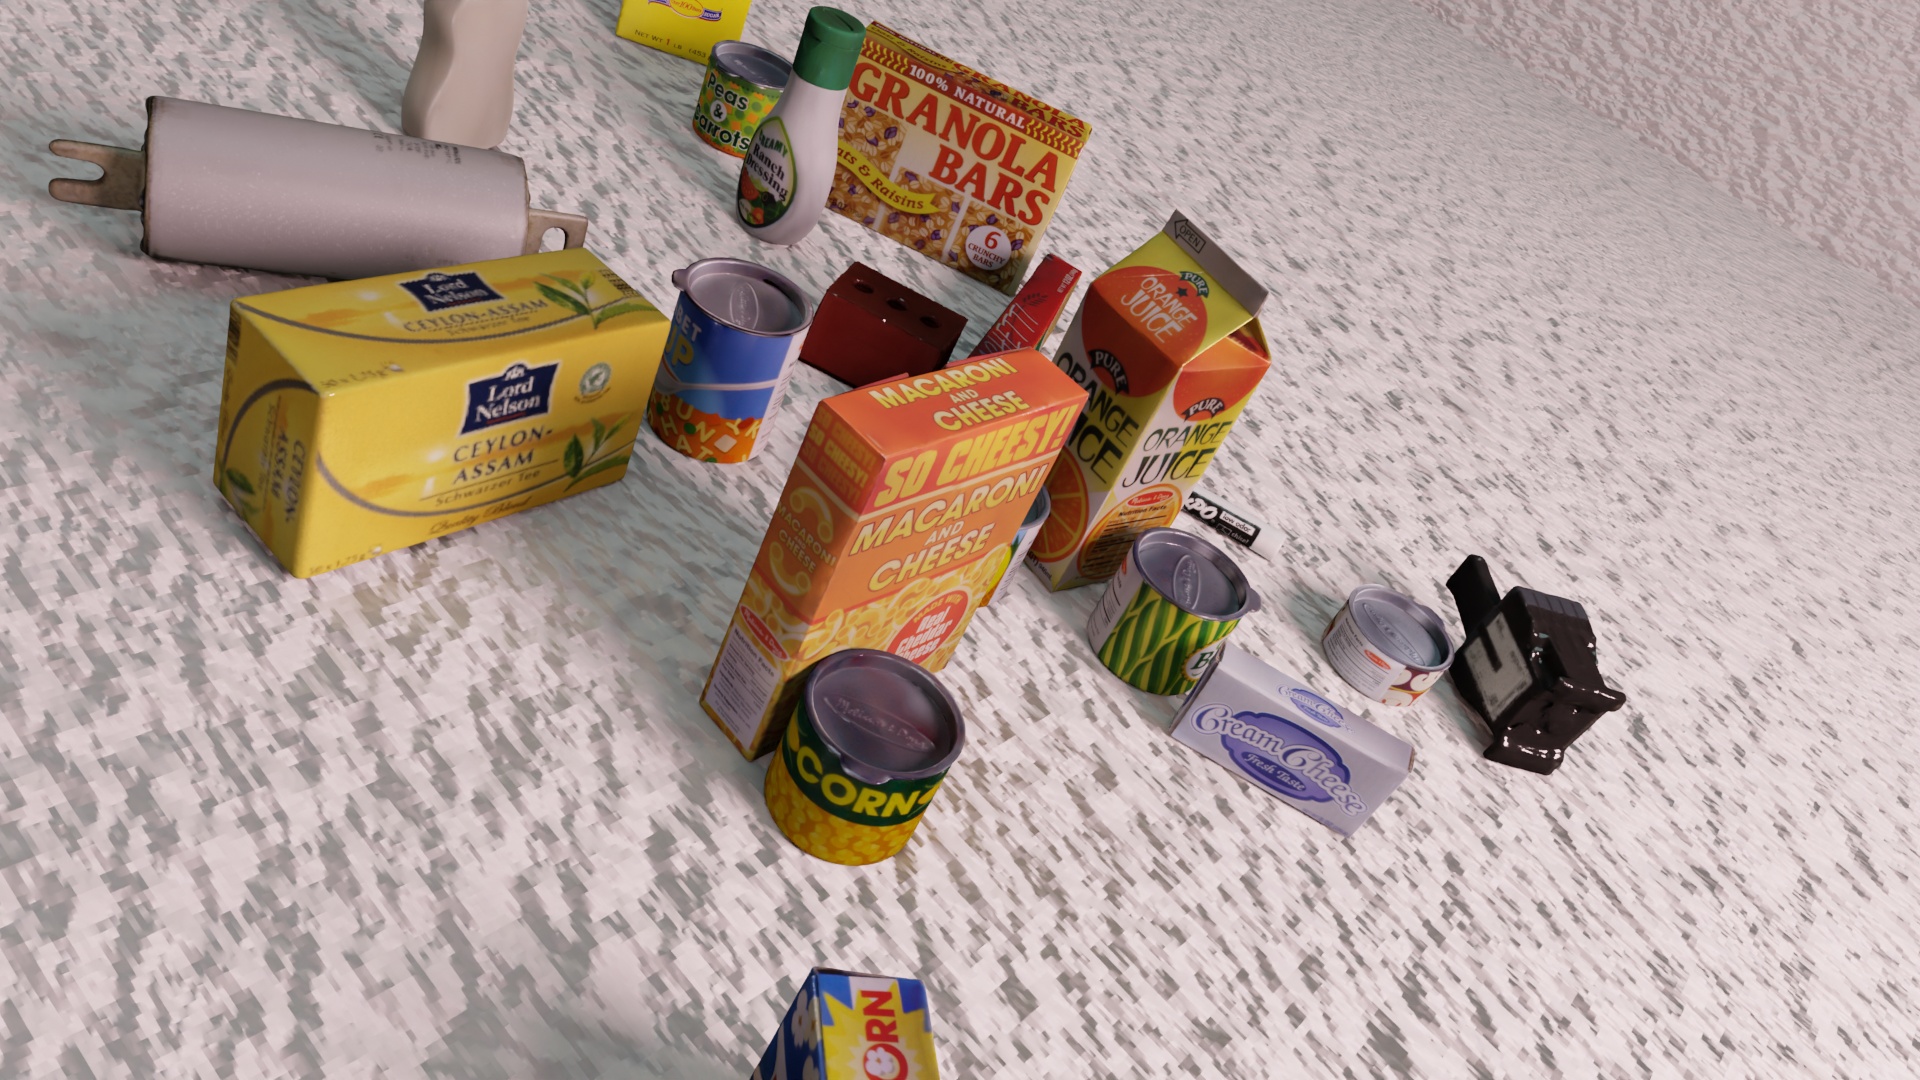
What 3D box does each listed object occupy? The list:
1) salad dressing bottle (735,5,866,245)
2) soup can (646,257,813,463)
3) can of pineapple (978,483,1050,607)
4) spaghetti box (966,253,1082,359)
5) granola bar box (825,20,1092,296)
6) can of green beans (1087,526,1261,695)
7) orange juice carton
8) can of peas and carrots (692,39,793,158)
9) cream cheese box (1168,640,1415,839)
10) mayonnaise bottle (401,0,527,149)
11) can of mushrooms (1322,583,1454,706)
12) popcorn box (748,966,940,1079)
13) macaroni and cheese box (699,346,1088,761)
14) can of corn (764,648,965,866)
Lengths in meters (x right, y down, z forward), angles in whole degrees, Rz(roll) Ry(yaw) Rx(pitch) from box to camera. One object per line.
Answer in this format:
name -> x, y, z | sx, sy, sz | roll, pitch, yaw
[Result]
salad dressing bottle -> -0.099, -0.259, 0.873 | 0.044, 0.146, 0.064 | -16, 53, -43
soup can -> -0.121, -0.091, 0.704 | 0.071, 0.083, 0.072 | 17, 37, -13
can of pineapple -> 0.002, -0.009, 0.699 | 0.071, 0.057, 0.071 | 17, 37, -13
spaghetti box -> 0.024, -0.107, 0.843 | 0.029, 0.050, 0.251 | 28, 36, 2
granola bar box -> -0.010, -0.259, 0.948 | 0.165, 0.123, 0.039 | 26, 35, -1
can of green beans -> 0.105, 0.036, 0.707 | 0.071, 0.057, 0.071 | 17, 37, -13
orange juice carton -> 0.090, -0.069, 0.713 | 0.073, 0.191, 0.072 | -10, 49, -40
can of peas and carrots -> -0.152, -0.309, 0.979 | 0.071, 0.058, 0.071 | 17, 37, -13
cream cheese box -> 0.158, 0.096, 0.667 | 0.104, 0.053, 0.024 | 30, 36, 5
mayonnaise bottle -> -0.285, -0.300, 0.810 | 0.041, 0.147, 0.065 | 40, 37, 18
can of mushrooms -> 0.242, 0.059, 0.783 | 0.071, 0.033, 0.071 | 17, 37, -13
popcorn box -> -0.033, 0.200, 0.393 | 0.038, 0.084, 0.127 | 11, 38, -21
macaroni and cheese box -> -0.029, 0.004, 0.571 | 0.040, 0.165, 0.124 | 43, 39, 22
can of corn -> -0.040, 0.088, 0.552 | 0.071, 0.058, 0.071 | 17, 37, -13
